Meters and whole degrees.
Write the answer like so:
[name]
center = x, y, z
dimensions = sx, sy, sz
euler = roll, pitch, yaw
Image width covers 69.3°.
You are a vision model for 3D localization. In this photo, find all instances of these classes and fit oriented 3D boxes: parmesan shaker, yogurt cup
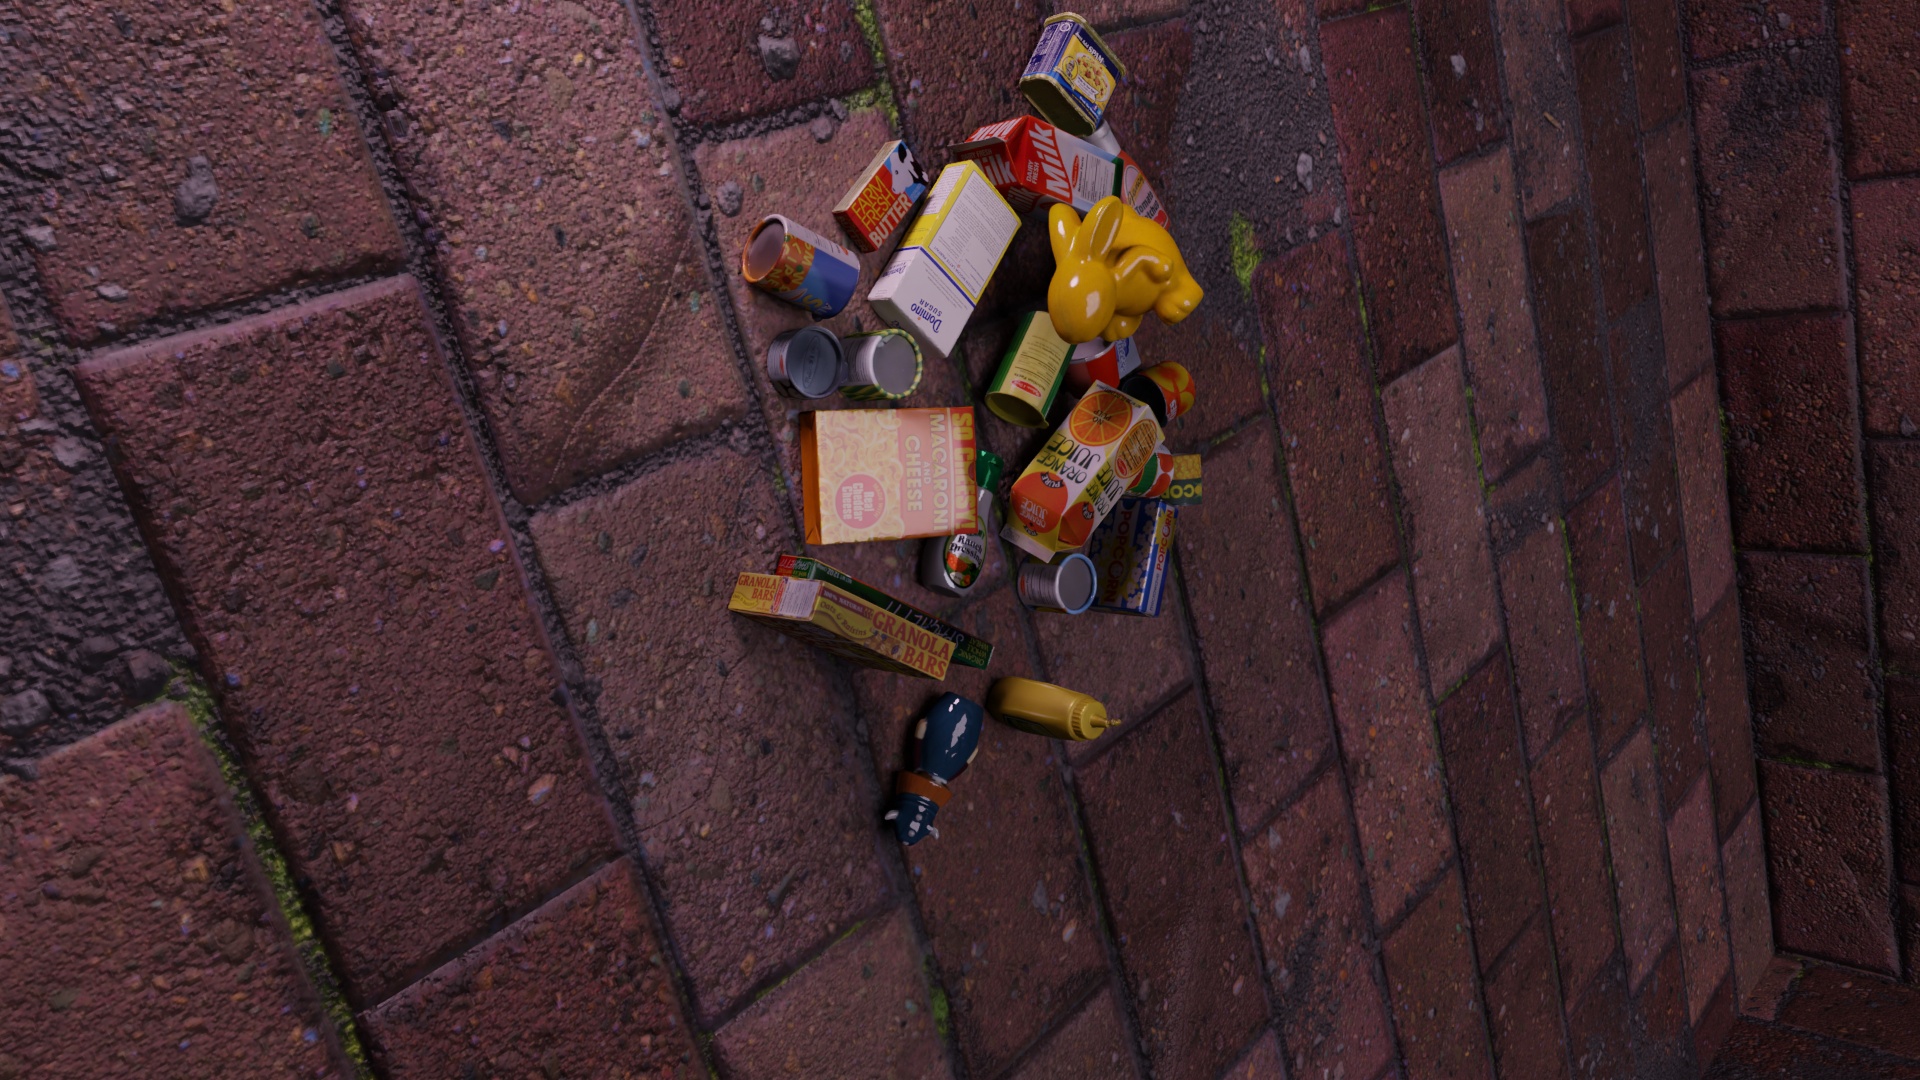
[parmesan shaker]
center = 0.077, -0.175, 1.434
dimensions = 0.071, 0.071, 0.103
euler = 40, 65, -37
[yogurt cup]
center = 0.139, -0.187, 1.496
dimensions = 0.073, 0.072, 0.053
euler = -43, 127, -33

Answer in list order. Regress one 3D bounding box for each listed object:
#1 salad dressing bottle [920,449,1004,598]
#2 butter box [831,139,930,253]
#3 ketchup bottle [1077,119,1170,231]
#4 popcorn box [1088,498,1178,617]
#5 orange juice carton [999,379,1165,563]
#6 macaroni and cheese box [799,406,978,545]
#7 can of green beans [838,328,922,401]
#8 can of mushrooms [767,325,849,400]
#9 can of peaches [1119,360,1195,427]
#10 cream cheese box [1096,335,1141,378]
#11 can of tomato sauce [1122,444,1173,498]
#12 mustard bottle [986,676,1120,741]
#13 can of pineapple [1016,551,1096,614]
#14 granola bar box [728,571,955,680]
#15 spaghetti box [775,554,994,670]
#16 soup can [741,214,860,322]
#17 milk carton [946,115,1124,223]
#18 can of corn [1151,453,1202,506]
[salad dressing bottle]
center = 0.005, -0.017, 1.391
dimensions = 0.064, 0.044, 0.148
euler = 28, 73, -34
[butter box]
center = -0.075, -0.326, 1.316
dimensions = 0.053, 0.024, 0.104
euler = 49, 60, -32
[ketchup bottle]
center = 0.177, -0.392, 1.534
dimensions = 0.065, 0.043, 0.148
euler = -54, 124, -28
[popcorn box]
center = 0.186, 0.019, 1.533
dimensions = 0.038, 0.085, 0.127
euler = 21, 78, -43
[orange juice carton]
center = 0.123, -0.065, 1.450
dimensions = 0.193, 0.072, 0.073
euler = -52, 145, -9
[macaroni and cheese box]
center = -0.064, -0.062, 1.302
dimensions = 0.167, 0.040, 0.123
euler = -4, 94, -29
[can of green beans]
center = -0.077, -0.164, 1.298
dimensions = 0.071, 0.058, 0.071
euler = -3, 94, -43
[can of mushrooms]
center = -0.138, -0.159, 1.258
dimensions = 0.071, 0.033, 0.071
euler = -2, 93, -43
[can of peaches]
center = 0.225, -0.163, 1.571
dimensions = 0.058, 0.071, 0.071
euler = -29, 111, -39
[cream cheese box]
center = 0.162, -0.229, 1.540
dimensions = 0.053, 0.024, 0.103
euler = -39, 117, -35
[can of tomato sauce]
center = 0.186, -0.080, 1.542
dimensions = 0.083, 0.071, 0.071
euler = 4, 89, -44
[mustard bottle]
center = 0.098, 0.175, 1.408
dimensions = 0.065, 0.160, 0.049
euler = 38, 69, -36
[can of pineapple]
center = 0.104, 0.044, 1.477
dimensions = 0.071, 0.058, 0.071
euler = -3, 94, -43
[granola bar box]
center = -0.105, 0.077, 1.238
dimensions = 0.165, 0.124, 0.039
euler = 29, 74, -40
[spaghetti box]
center = -0.067, 0.071, 1.324
dimensions = 0.250, 0.050, 0.029
euler = 29, 75, -40
[soup can]
center = -0.143, -0.240, 1.230
dimensions = 0.084, 0.071, 0.071
euler = 20, 79, -41
[milk carton]
center = 0.078, -0.379, 1.423
dimensions = 0.191, 0.072, 0.073
euler = 9, 86, -44
[can of corn]
center = 0.243, -0.070, 1.593
dimensions = 0.071, 0.071, 0.058
euler = -7, 96, -42
